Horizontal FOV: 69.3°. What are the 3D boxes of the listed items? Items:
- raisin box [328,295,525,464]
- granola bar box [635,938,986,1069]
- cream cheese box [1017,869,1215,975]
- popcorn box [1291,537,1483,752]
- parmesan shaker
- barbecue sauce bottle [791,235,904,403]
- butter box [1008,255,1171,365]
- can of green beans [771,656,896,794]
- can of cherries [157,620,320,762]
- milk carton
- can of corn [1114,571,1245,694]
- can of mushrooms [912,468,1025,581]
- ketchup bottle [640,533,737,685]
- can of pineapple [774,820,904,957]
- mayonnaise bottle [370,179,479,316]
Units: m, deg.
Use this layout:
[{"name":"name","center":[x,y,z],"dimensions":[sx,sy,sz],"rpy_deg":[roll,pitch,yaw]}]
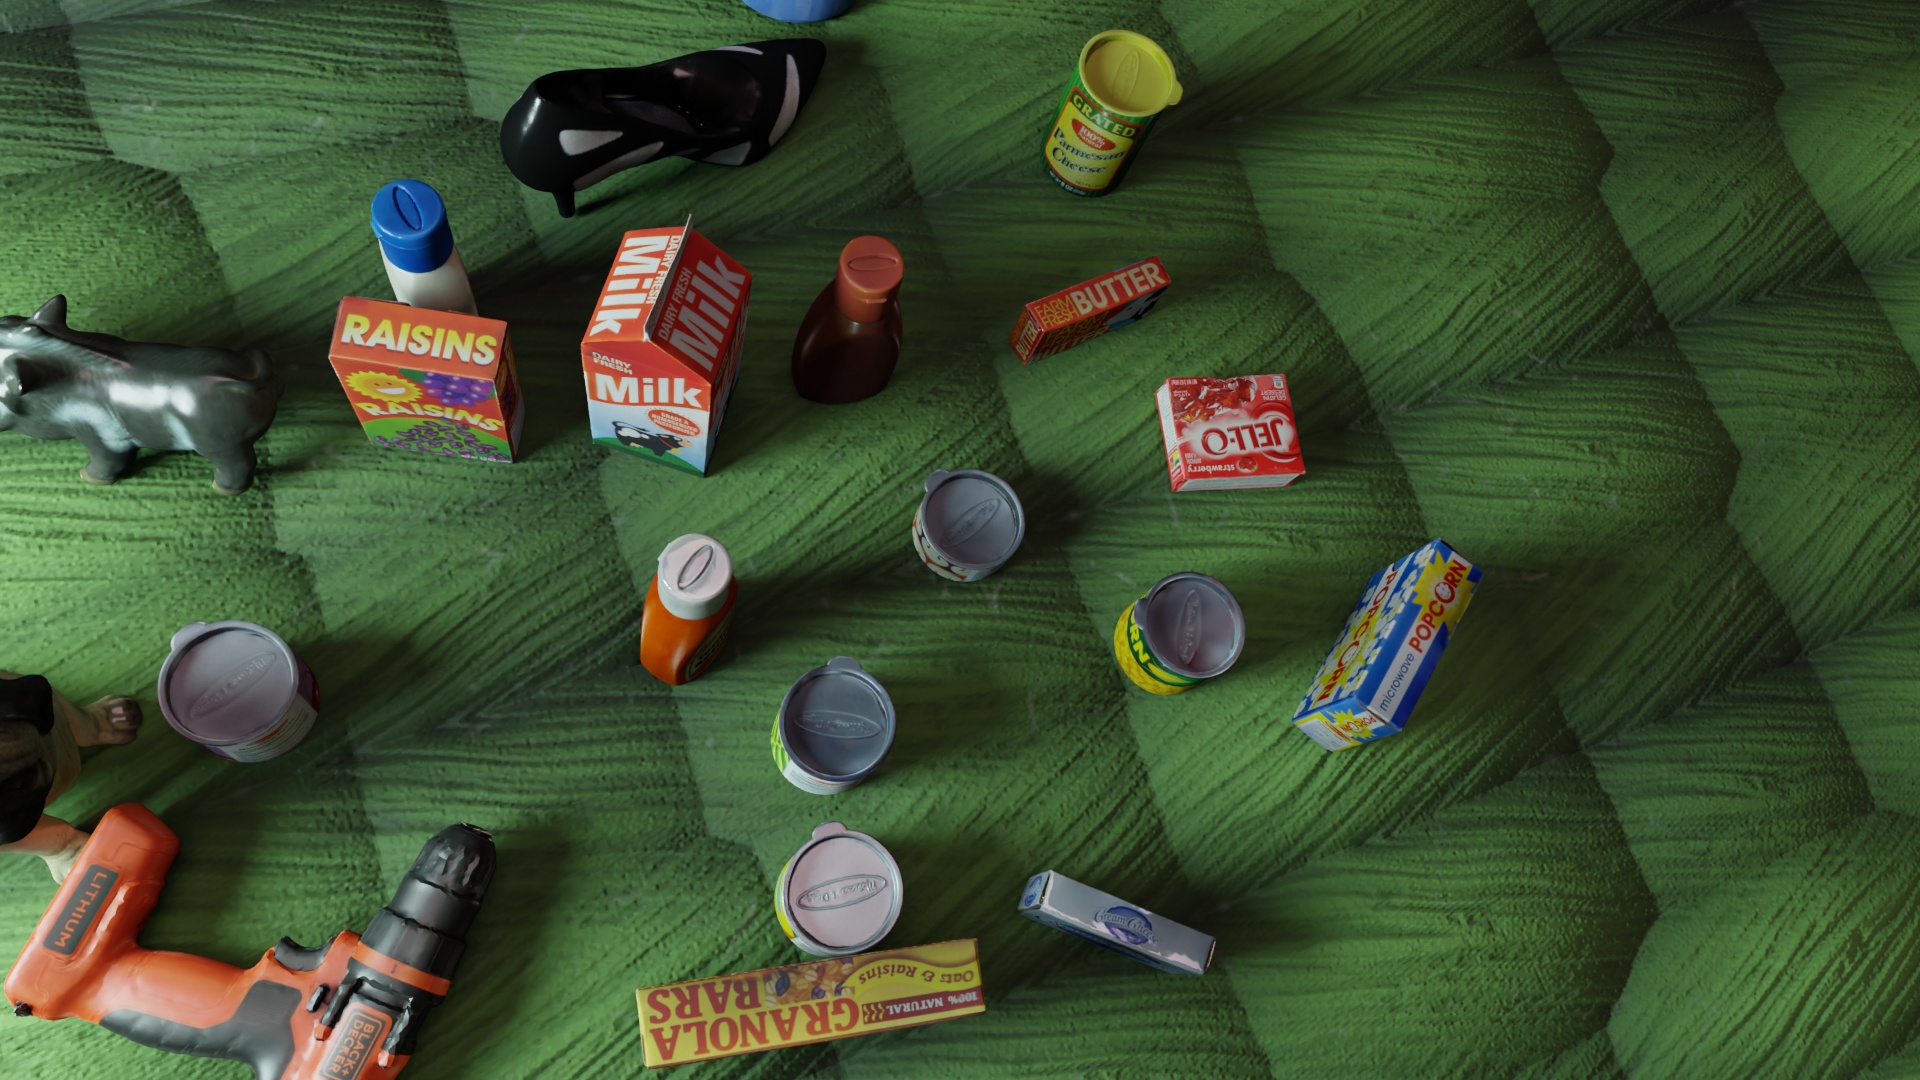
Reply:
[{"name":"raisin box","center":[-0.294,-0.087,0.779],"dimensions":[0.086,0.123,0.040],"rpy_deg":[9,71,-10]},{"name":"granola bar box","center":[-0.081,0.238,0.717],"dimensions":[0.166,0.123,0.039],"rpy_deg":[-5,74,-14]},{"name":"cream cheese box","center":[0.088,0.221,0.799],"dimensions":[0.104,0.053,0.024],"rpy_deg":[23,69,-4]},{"name":"popcorn box","center":[0.268,0.068,0.874],"dimensions":[0.038,0.085,0.127],"rpy_deg":[36,68,0]},{"name":"parmesan shaker","center":[0.101,-0.286,0.945],"dimensions":[0.071,0.102,0.071],"rpy_deg":[4,71,-11]},{"name":"barbecue sauce bottle","center":[-0.063,-0.130,0.832],"dimensions":[0.065,0.148,0.044],"rpy_deg":[-7,74,-15]},{"name":"butter box","center":[0.086,-0.153,0.924],"dimensions":[0.104,0.053,0.024],"rpy_deg":[-24,79,-19]},{"name":"can of green beans","center":[-0.074,0.110,0.798],"dimensions":[0.071,0.057,0.071],"rpy_deg":[4,71,-11]},{"name":"can of cherries","center":[-0.382,0.079,0.738],"dimensions":[0.071,0.058,0.071],"rpy_deg":[4,71,-11]},{"name":"milk carton","center":[-0.164,-0.107,0.779],"dimensions":[0.073,0.190,0.072],"rpy_deg":[18,69,-6]},{"name":"can of corn","center":[0.132,0.058,0.861],"dimensions":[0.071,0.058,0.071],"rpy_deg":[4,71,-11]},{"name":"can of mushrooms","center":[0.003,-0.011,0.868],"dimensions":[0.071,0.033,0.071],"rpy_deg":[4,71,-11]},{"name":"ketchup bottle","center":[-0.147,0.035,0.757],"dimensions":[0.043,0.148,0.065],"rpy_deg":[33,68,-1]},{"name":"can of pineapple","center":[-0.068,0.195,0.770],"dimensions":[0.071,0.057,0.071],"rpy_deg":[4,71,-11]},{"name":"mayonnaise bottle","center":[-0.300,-0.149,0.785],"dimensions":[0.041,0.147,0.065],"rpy_deg":[-26,80,-19]}]
